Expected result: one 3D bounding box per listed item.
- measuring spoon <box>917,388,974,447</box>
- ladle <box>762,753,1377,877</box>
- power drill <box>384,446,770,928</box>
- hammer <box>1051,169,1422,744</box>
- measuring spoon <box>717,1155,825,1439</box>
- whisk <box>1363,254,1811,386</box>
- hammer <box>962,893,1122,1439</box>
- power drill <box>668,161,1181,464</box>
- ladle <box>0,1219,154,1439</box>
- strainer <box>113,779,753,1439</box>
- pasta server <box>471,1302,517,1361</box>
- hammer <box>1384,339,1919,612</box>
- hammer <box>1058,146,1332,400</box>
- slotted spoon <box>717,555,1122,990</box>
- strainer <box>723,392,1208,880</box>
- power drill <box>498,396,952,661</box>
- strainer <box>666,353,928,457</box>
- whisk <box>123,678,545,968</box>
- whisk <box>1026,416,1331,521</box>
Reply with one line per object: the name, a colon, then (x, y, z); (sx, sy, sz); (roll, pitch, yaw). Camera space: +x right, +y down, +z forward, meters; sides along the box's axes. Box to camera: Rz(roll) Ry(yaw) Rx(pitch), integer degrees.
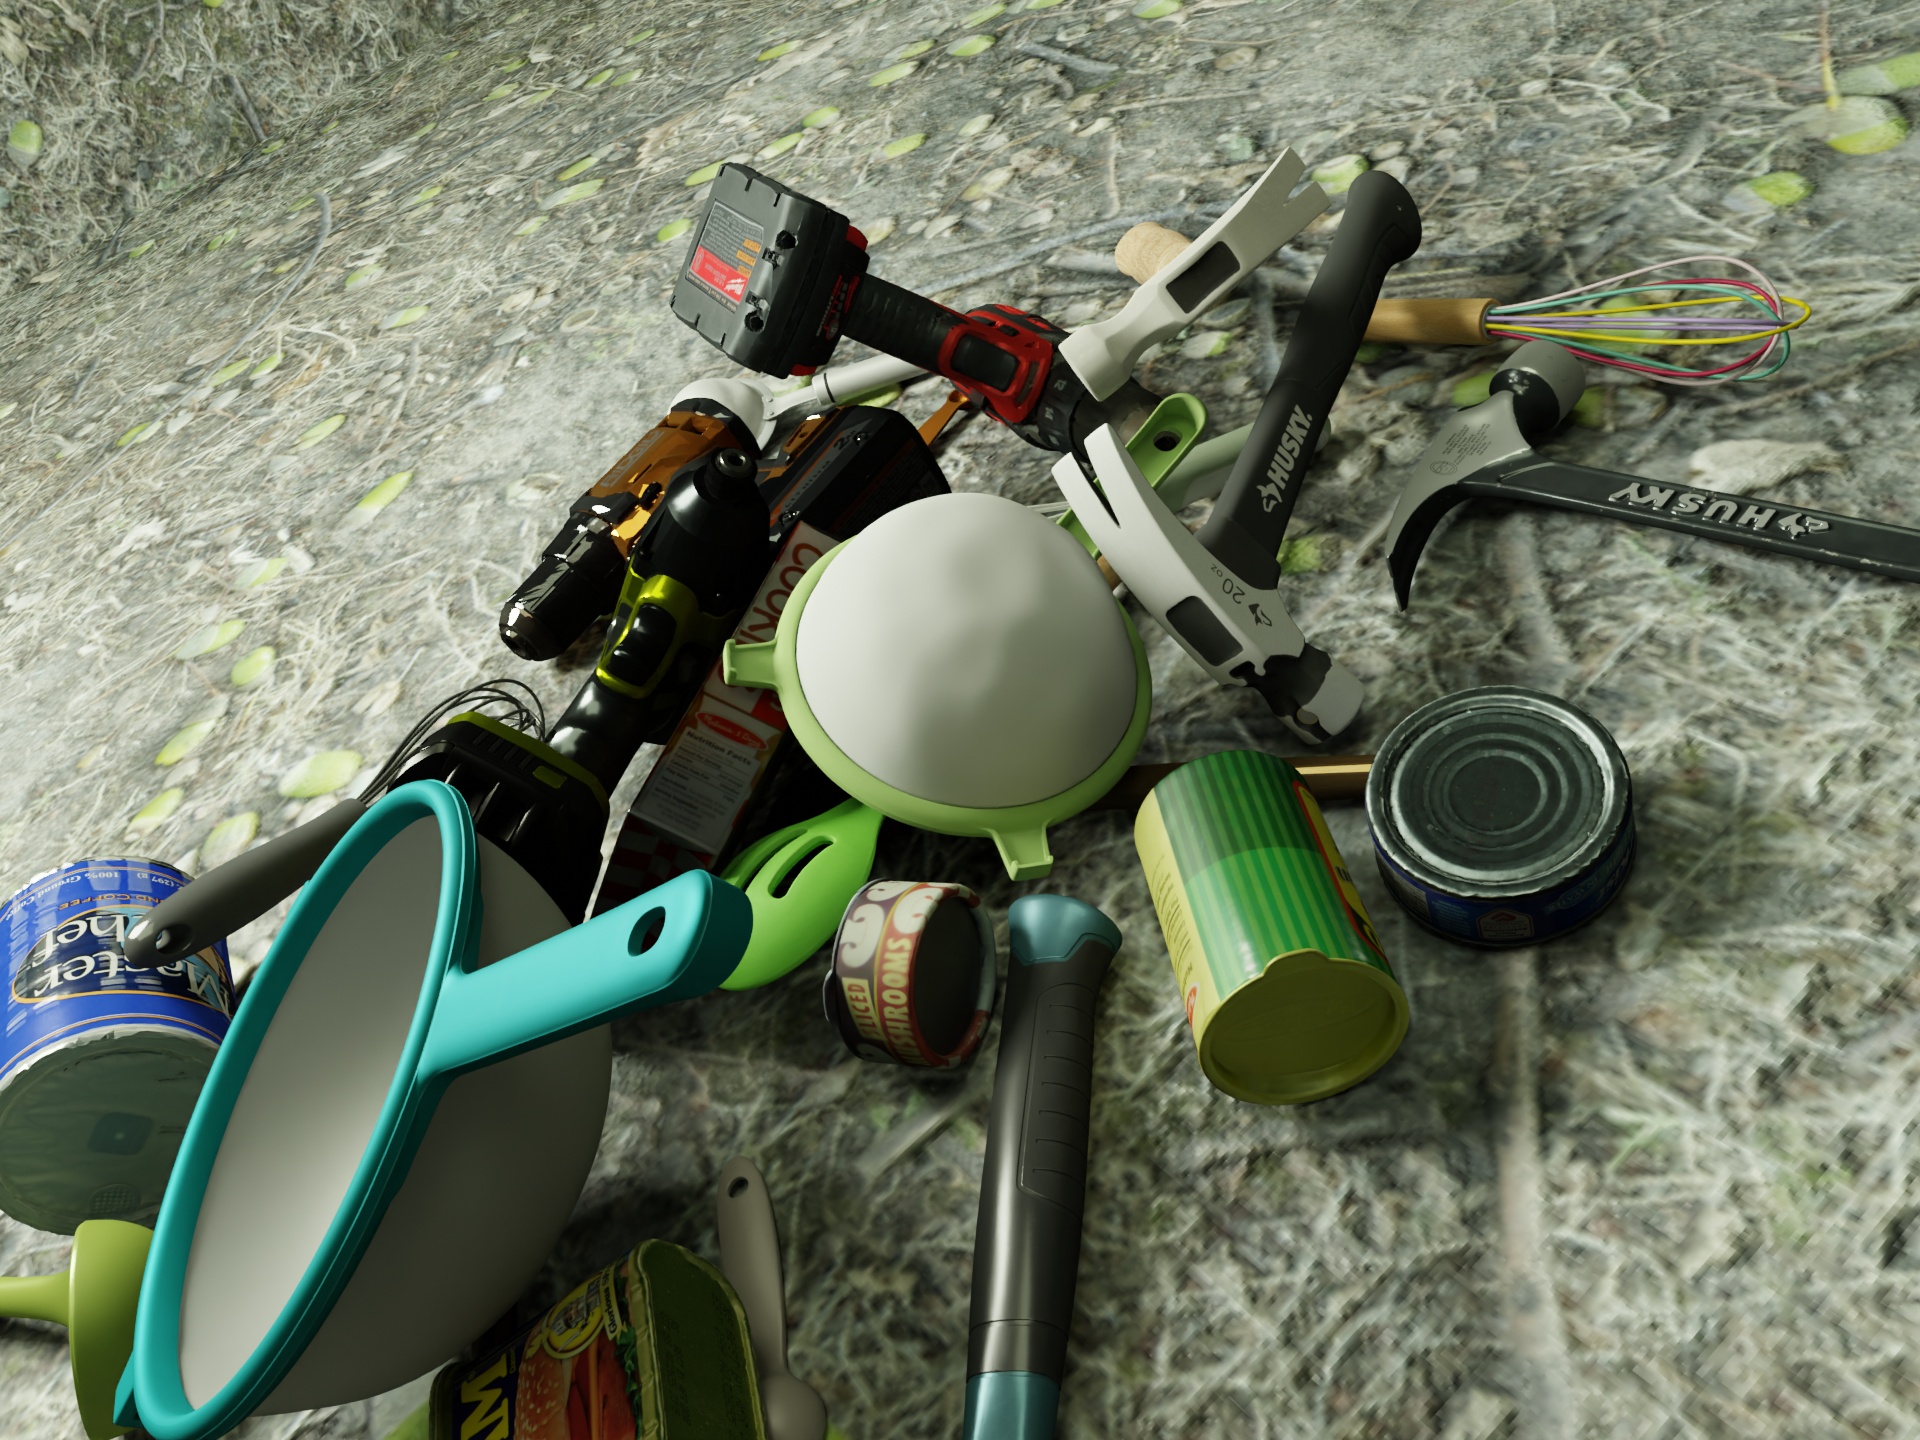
measuring spoon: (-0.025, -0.151, 0.902); (0.021, 0.011, 0.117); (16, 58, 41)
ladle: (0.054, 0.029, 0.633); (0.315, 0.031, 0.069); (-4, 43, 24)
power drill: (-0.152, -0.005, 0.672); (0.080, 0.171, 0.223); (28, 46, -2)
hammer: (0.148, -0.151, 0.697); (0.035, 0.146, 0.335); (-34, 21, 48)
measuring spoon: (-0.070, 0.190, 0.524); (0.034, 0.018, 0.124); (-25, 38, 3)
whisk: (0.269, -0.186, 0.742); (0.245, 0.051, 0.047); (18, 72, 49)
hammer: (0.018, 0.183, 0.469); (0.128, 0.033, 0.331); (-10, 40, 19)
power drill: (-0.009, -0.184, 0.782); (0.188, 0.226, 0.080); (45, 115, 51)
ladle: (-0.421, 0.238, 0.649); (0.320, 0.078, 0.062); (-7, -2, 29)
strainer: (-0.137, 0.112, 0.481); (0.340, 0.095, 0.211); (-26, 46, 43)
pasta server: (-0.193, 0.137, 0.643); (0.060, 0.040, 0.317); (-4, 36, -15)
hammer: (0.336, -0.054, 0.555); (0.149, 0.036, 0.409); (-45, 41, -20)
hammer: (0.106, -0.234, 0.805); (0.130, 0.031, 0.331); (-37, 14, 13)
slotted spoon: (-0.001, -0.002, 0.660); (0.070, 0.031, 0.314); (3, 35, 40)
strainer: (0.036, -0.070, 0.631); (0.151, 0.069, 0.256); (34, 59, 12)
power drill: (-0.136, -0.094, 0.846); (0.226, 0.084, 0.185); (13, 56, 45)
strainer: (-0.092, -0.203, 0.978); (0.258, 0.050, 0.087); (-16, 55, 9)
whisk: (-0.280, 0.044, 0.738); (0.055, 0.055, 0.239); (2, 26, 32)
whisk: (0.070, -0.096, 0.724); (0.246, 0.057, 0.059); (-24, 62, -19)
